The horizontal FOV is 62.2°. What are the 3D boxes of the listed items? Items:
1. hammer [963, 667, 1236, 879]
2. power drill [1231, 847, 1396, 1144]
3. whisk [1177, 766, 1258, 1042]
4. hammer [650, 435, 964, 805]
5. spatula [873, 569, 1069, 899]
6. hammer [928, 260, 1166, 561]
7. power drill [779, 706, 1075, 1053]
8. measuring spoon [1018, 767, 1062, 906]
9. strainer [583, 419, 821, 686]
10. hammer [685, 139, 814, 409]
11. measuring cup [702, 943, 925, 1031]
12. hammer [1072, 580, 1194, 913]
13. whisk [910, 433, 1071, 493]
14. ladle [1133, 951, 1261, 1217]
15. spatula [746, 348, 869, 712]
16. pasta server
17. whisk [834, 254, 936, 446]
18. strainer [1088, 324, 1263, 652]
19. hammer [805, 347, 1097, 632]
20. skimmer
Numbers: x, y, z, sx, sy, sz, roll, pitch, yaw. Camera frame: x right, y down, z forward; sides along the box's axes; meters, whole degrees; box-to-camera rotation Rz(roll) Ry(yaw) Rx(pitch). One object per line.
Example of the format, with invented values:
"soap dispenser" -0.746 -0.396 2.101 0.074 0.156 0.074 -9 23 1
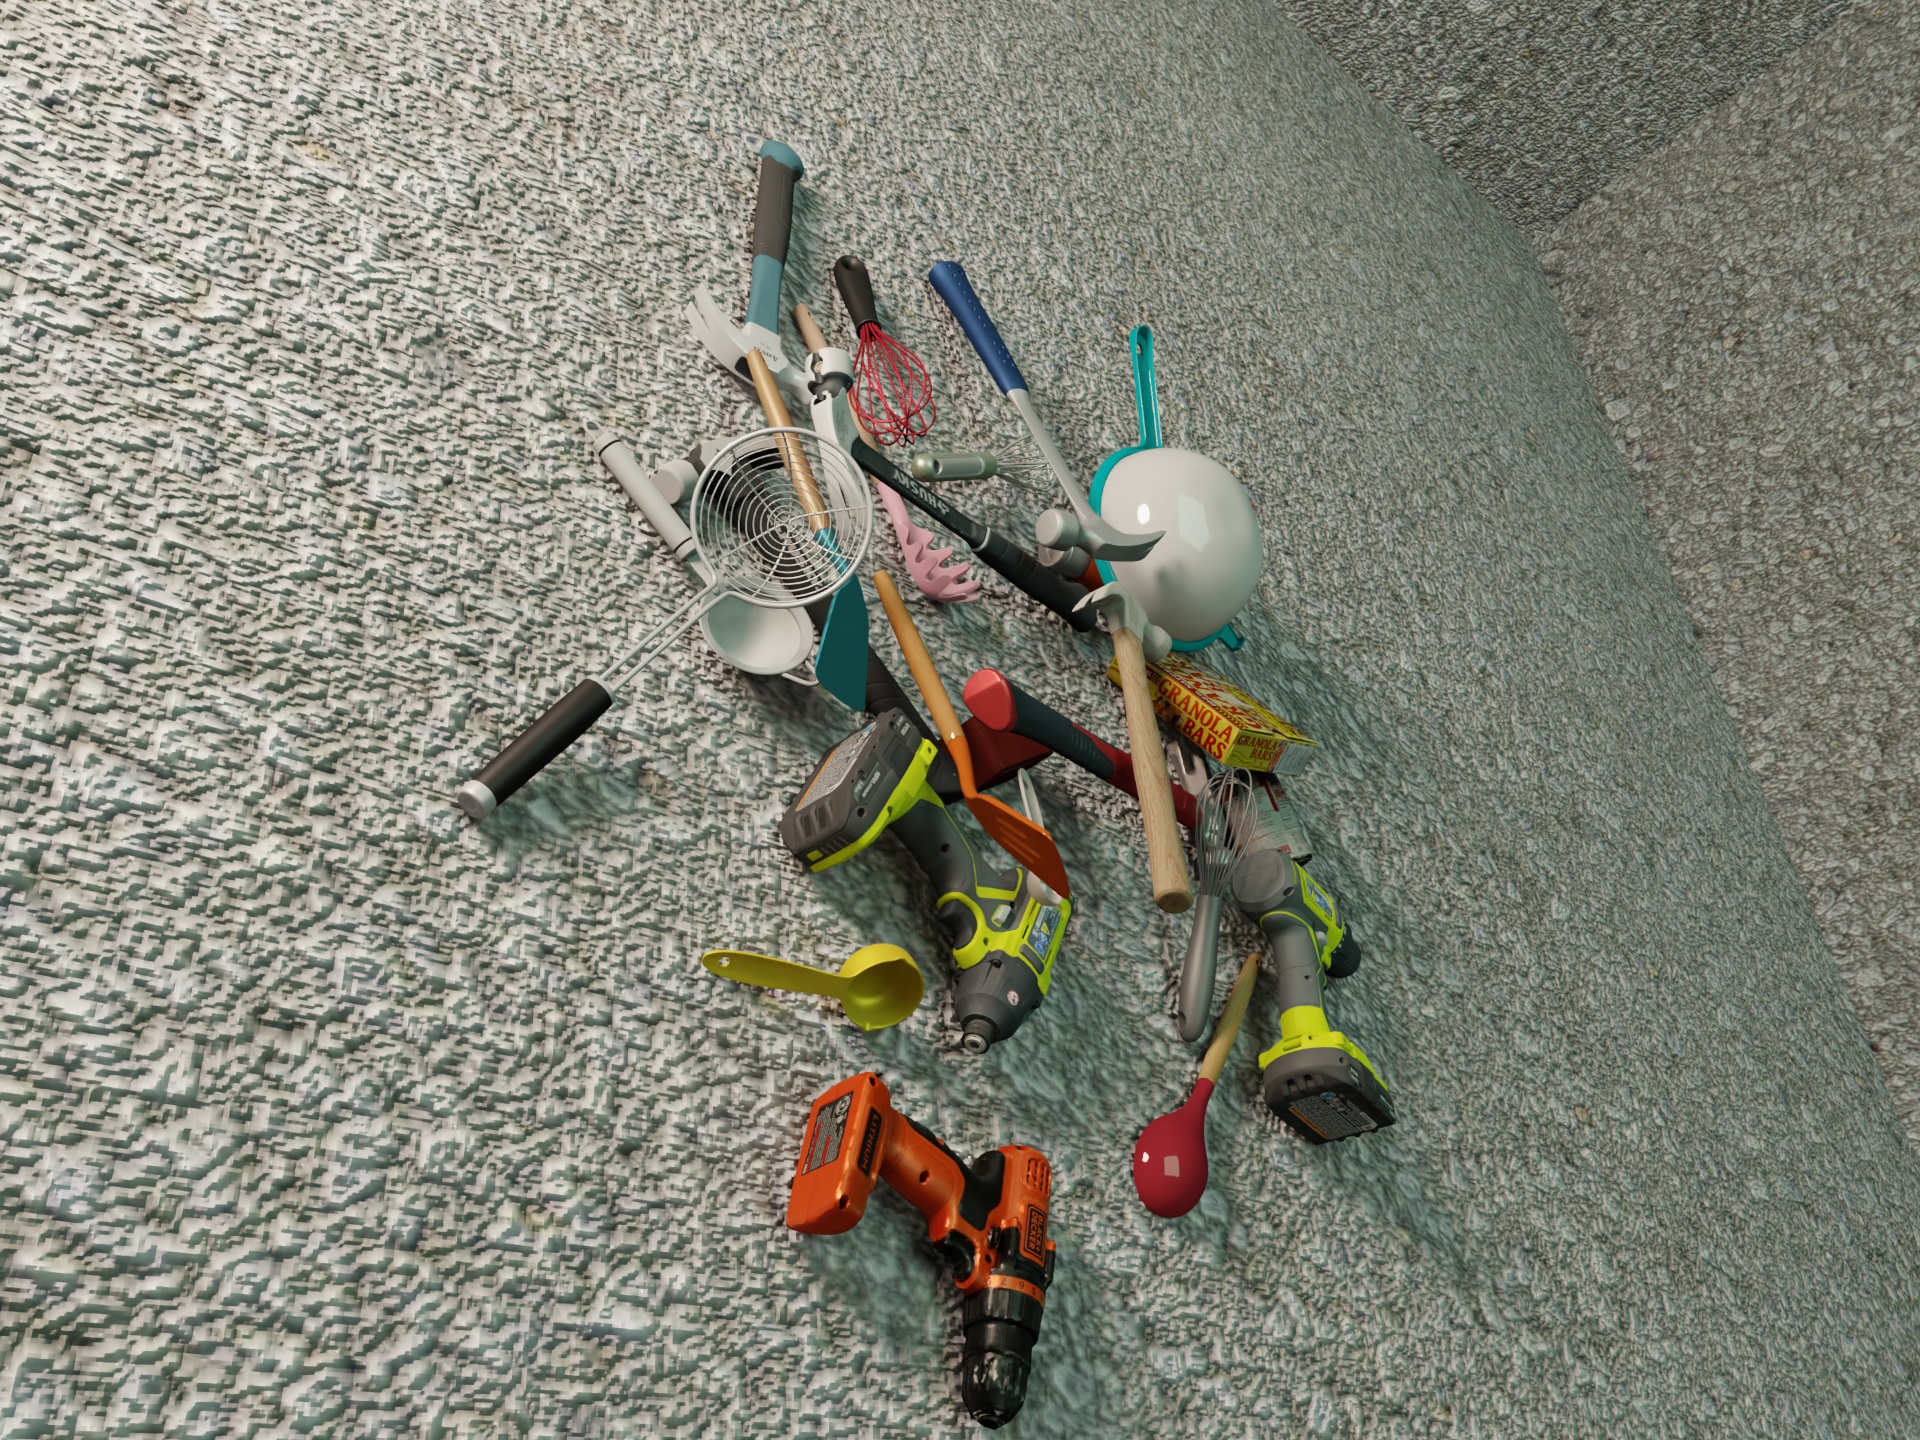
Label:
"hammer" 0.120 0.022 1.325 0.386 0.038 0.143 29 41 -50
"power drill" 0.315 0.246 1.398 0.190 0.080 0.229 42 35 -40
"whisk" 0.212 0.151 1.333 0.055 0.055 0.239 24 70 -36
"hammer" -0.095 -0.075 1.228 0.335 0.035 0.146 55 37 -1
"spatula" -0.002 -0.004 1.156 0.080 0.041 0.323 72 -6 -51
"hammer" 0.062 -0.296 1.497 0.144 0.035 0.406 8 44 -39
"power drill" -0.017 0.116 1.135 0.223 0.080 0.171 49 36 -15
"measuring spoon" 0.052 0.087 1.179 0.034 0.018 0.124 41 29 -43
"strainer" -0.191 -0.116 1.146 0.087 0.050 0.258 -35 85 -41
"hammer" -0.166 -0.405 1.391 0.128 0.033 0.331 22 45 -25
"measuring cup" -0.097 0.163 1.041 0.156 0.062 0.029 16 21 -26
"hammer" 0.151 0.013 1.311 0.129 0.031 0.332 41 32 -39
"whisk" 0.028 -0.234 1.459 0.246 0.059 0.058 -16 104 -57
"ladle" 0.207 0.283 1.300 0.069 0.031 0.315 49 35 -7
"spatula" -0.121 -0.156 1.202 0.082 0.044 0.318 40 25 -61
"pasta server" -0.071 -0.232 1.372 0.060 0.040 0.316 1 60 -62
"whisk" -0.076 -0.332 1.399 0.073 0.073 0.296 25 32 -35
"strainer" 0.220 -0.240 1.546 0.210 0.095 0.340 7 72 -42
"hammer" 0.008 -0.154 1.325 0.408 0.036 0.149 28 47 -52
"skimmer" -0.187 -0.068 1.028 0.127 0.090 0.363 41 47 -1
